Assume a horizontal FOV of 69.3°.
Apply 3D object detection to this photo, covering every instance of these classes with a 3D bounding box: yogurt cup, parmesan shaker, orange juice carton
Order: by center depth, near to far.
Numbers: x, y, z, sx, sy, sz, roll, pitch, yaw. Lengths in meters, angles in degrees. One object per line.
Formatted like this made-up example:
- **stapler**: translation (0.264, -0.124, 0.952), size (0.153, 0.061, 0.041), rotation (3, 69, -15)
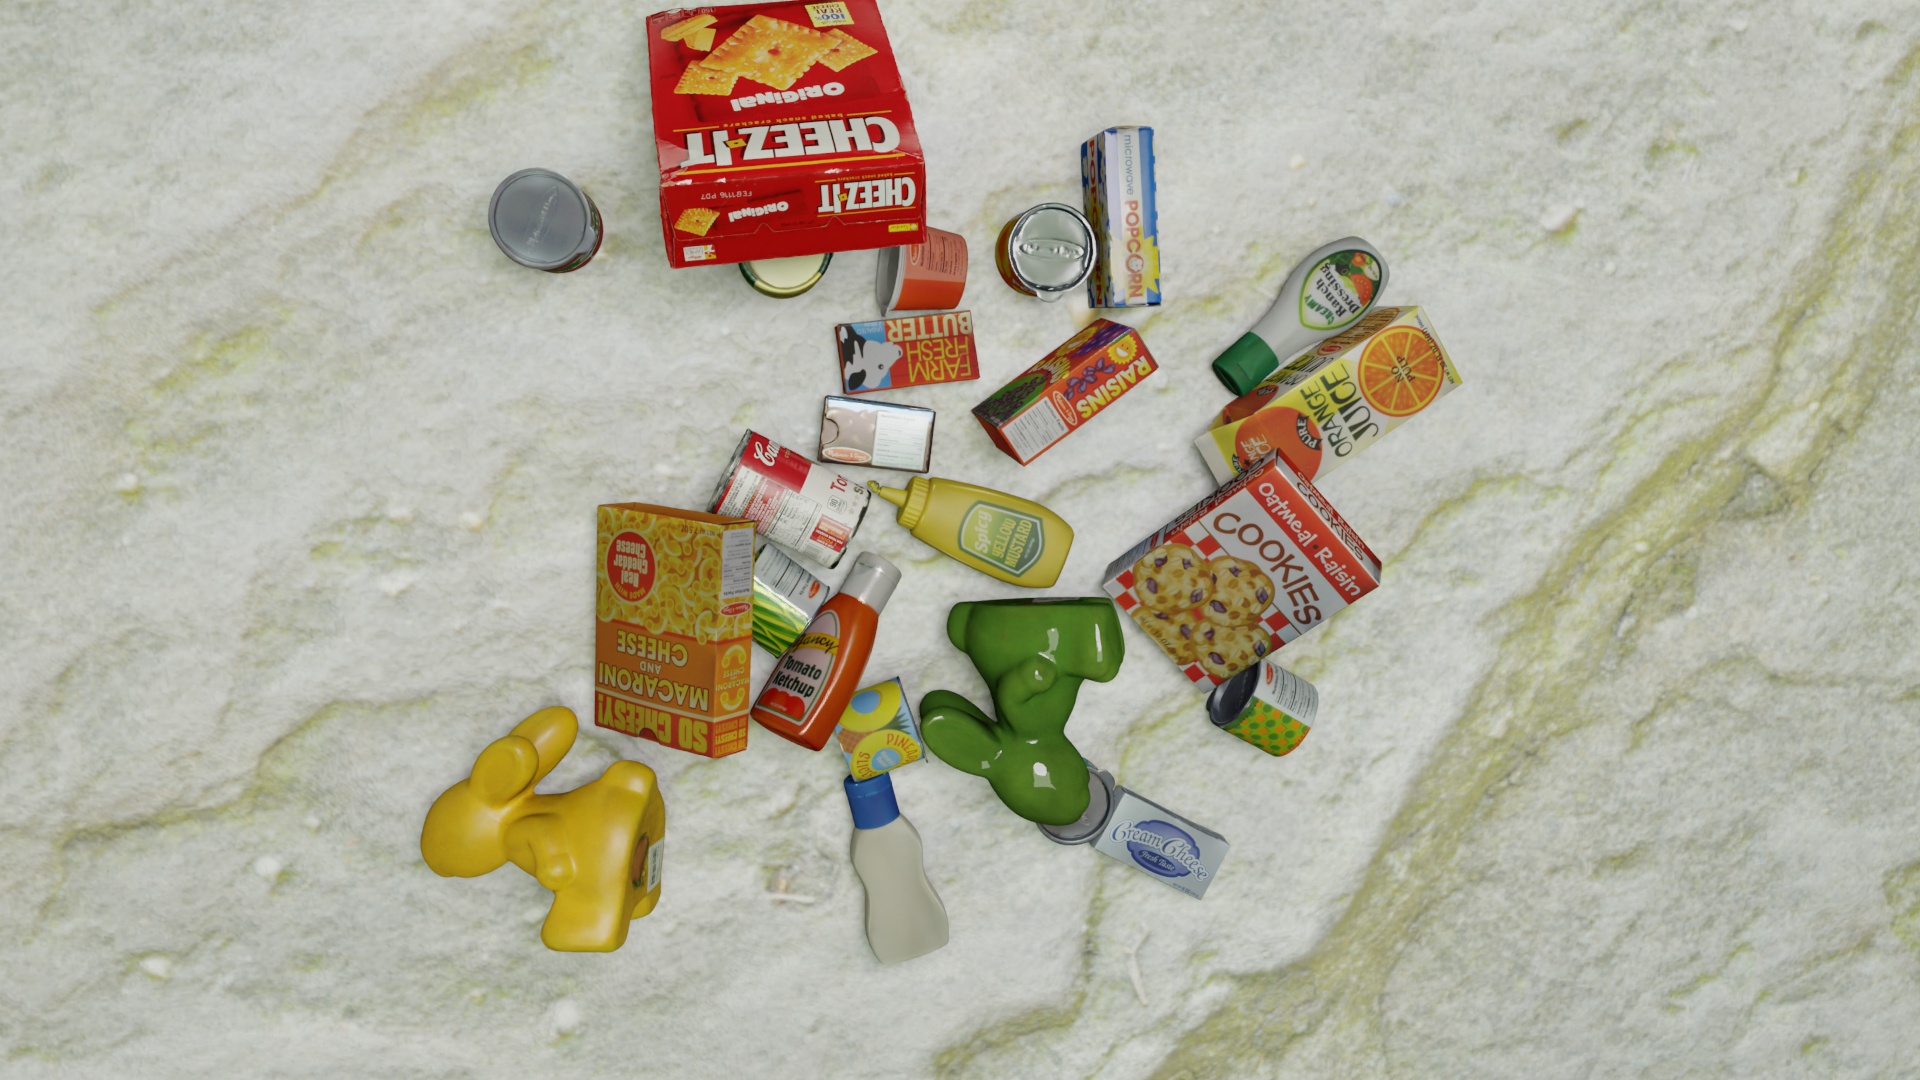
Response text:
- **parmesan shaker**: translation (-0.122, -0.205, 0.975), size (0.071, 0.103, 0.071), rotation (-1, 98, -8)
- **yogurt cup**: translation (-0.028, -0.198, 1.012), size (0.054, 0.072, 0.072), rotation (4, 97, -17)
- **orange juice carton**: translation (0.275, -0.100, 1.065), size (0.193, 0.073, 0.071), rotation (-33, 102, -2)

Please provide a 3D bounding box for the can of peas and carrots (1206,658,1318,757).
- **can of peas and carrots**: translation (0.238, 0.130, 1.096), size (0.059, 0.071, 0.071), rotation (29, 93, -12)

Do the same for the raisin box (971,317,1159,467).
- **raisin box**: translation (0.075, -0.112, 1.026), size (0.123, 0.086, 0.040), rotation (-36, 108, -2)

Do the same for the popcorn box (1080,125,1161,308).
- **popcorn box**: translation (0.117, -0.234, 1.017), size (0.038, 0.085, 0.126), rotation (-5, 99, -7)

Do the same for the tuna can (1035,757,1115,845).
- **tuna can**: translation (0.088, 0.202, 1.098), size (0.071, 0.033, 0.071), rotation (-1, 98, -8)

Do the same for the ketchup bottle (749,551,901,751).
- **ketchup bottle**: translation (-0.094, 0.080, 1.029), size (0.149, 0.065, 0.043), rotation (-61, 140, -17)

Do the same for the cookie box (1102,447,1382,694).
- **cookie box**: translation (0.212, 0.025, 1.053), size (0.167, 0.040, 0.123), rotation (-37, 103, 28)

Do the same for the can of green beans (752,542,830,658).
- **can of green beans**: translation (-0.139, 0.044, 1.025), size (0.058, 0.071, 0.071), rotation (37, 91, -11)

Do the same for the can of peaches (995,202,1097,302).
- **can of peaches**: translation (0.062, -0.211, 1.025), size (0.071, 0.058, 0.071), rotation (-1, 99, -9)

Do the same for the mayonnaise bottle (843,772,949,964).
- **mayonnaise bottle**: translation (-0.055, 0.251, 1.079), size (0.065, 0.041, 0.147), rotation (-15, 99, -8)

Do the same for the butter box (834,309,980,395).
- **butter box**: translation (-0.039, -0.141, 1.037), size (0.103, 0.024, 0.053), rotation (-7, 98, -8)

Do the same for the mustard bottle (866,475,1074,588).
- **mustard bottle**: translation (0.004, -0.013, 1.048), size (0.160, 0.049, 0.065), rotation (19, 93, -11)

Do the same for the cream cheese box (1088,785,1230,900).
- **cream cheese box**: translation (0.160, 0.243, 1.119), size (0.104, 0.024, 0.053), rotation (28, 92, -11)

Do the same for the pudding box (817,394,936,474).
- **pudding box**: translation (-0.063, -0.080, 1.038), size (0.084, 0.030, 0.049), rotation (6, 98, -9)

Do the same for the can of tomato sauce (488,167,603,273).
- **can of tomato sauce**: translation (-0.282, -0.219, 0.959), size (0.071, 0.083, 0.071), rotation (-1, 98, -8)

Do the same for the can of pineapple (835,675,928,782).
- **can of pineapple**: translation (-0.062, 0.144, 1.049), size (0.058, 0.071, 0.071), rotation (-19, 100, -4)

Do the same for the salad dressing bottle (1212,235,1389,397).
- **salad dressing bottle**: translation (0.260, -0.170, 1.068), size (0.148, 0.044, 0.064), rotation (-41, 100, -1)

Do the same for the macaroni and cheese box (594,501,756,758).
- **macaroni and cheese box**: translation (-0.207, 0.062, 0.995), size (0.124, 0.040, 0.166), rotation (8, 99, 33)
